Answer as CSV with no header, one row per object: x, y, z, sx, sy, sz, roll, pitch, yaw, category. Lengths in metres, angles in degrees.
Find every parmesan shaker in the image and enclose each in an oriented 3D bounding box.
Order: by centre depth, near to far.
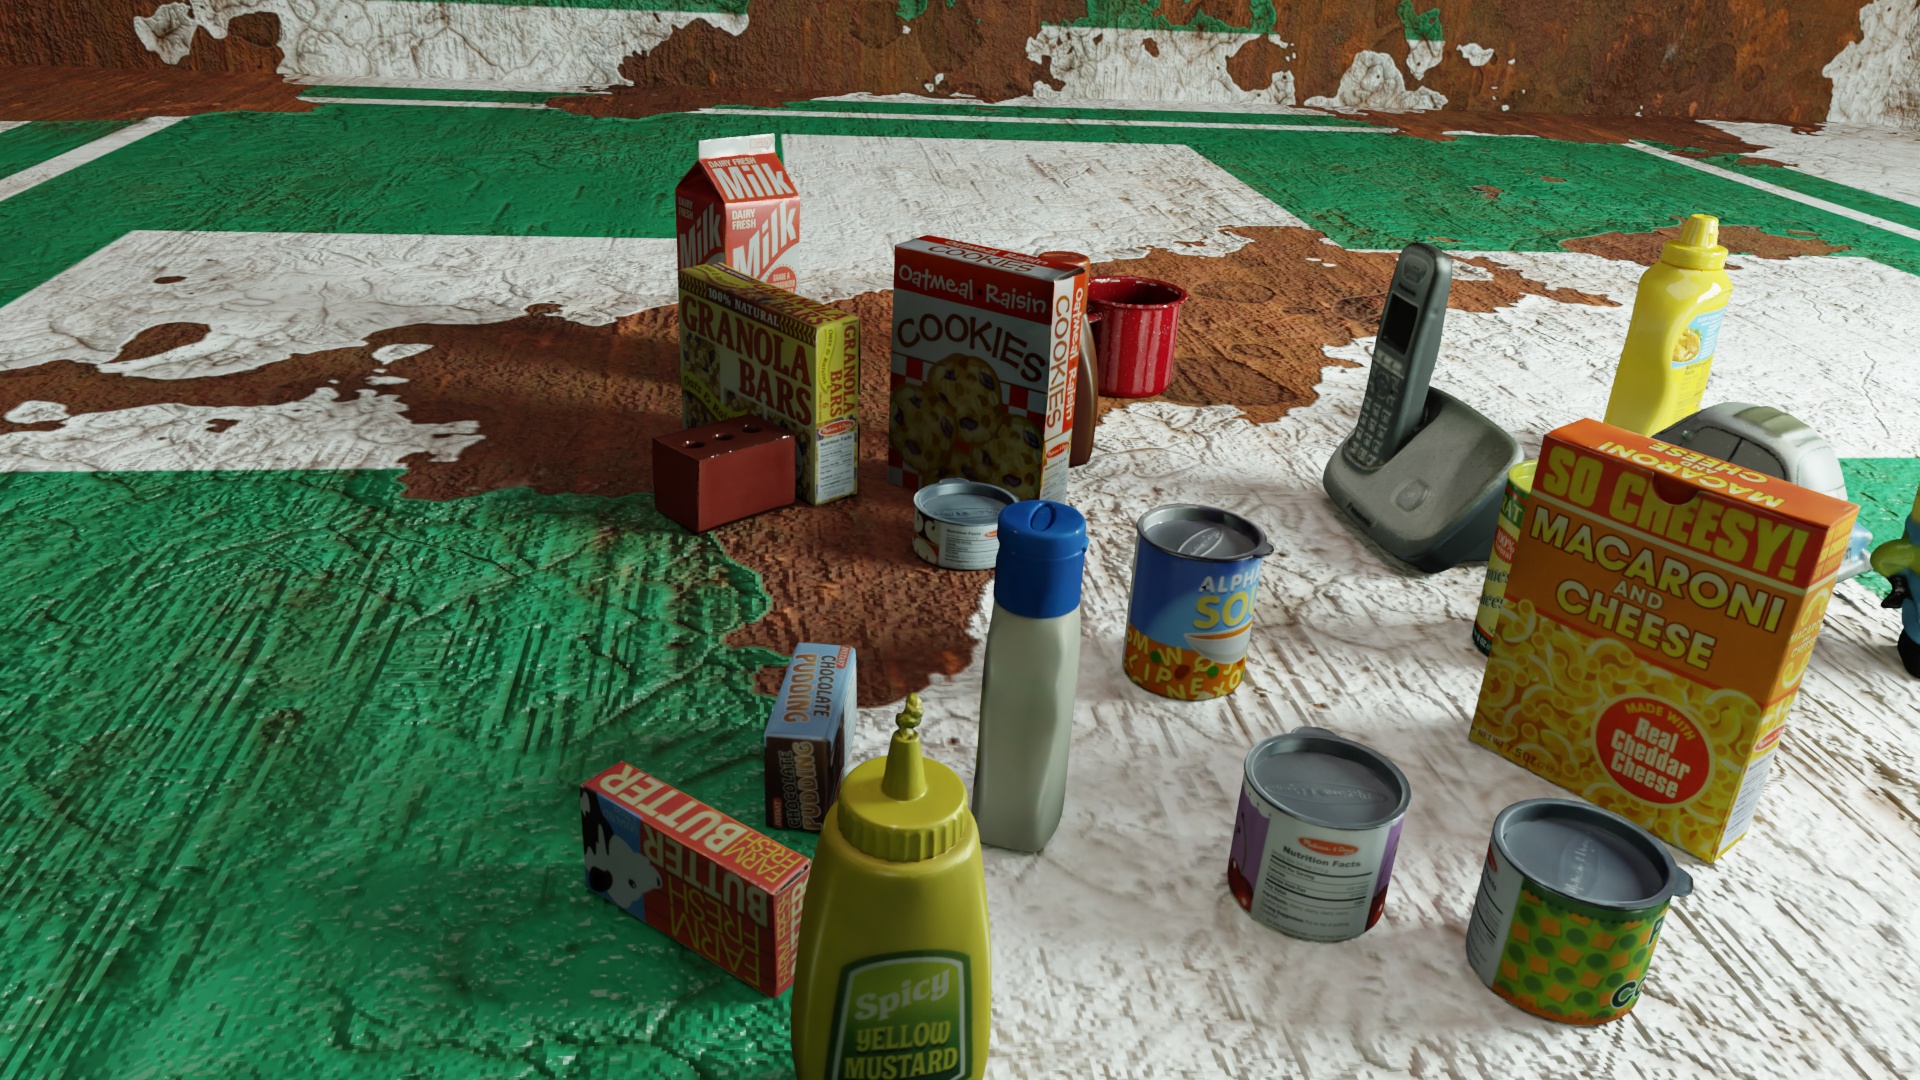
0.325,0.016,0.760,0.071,0.102,0.071,3,25,-1,parmesan shaker

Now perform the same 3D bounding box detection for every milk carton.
-0.177,-0.224,1.106,0.072,0.189,0.073,-19,33,-39,milk carton

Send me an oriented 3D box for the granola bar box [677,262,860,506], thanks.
-0.132,-0.110,0.949,0.039,0.123,0.166,-18,33,-38,granola bar box

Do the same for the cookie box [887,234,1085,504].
0.014,-0.105,0.904,0.123,0.166,0.040,19,29,30,cookie box

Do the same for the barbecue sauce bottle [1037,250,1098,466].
0.067,-0.127,0.979,0.065,0.147,0.044,5,25,5,barbecue sauce bottle

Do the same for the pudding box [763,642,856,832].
-0.067,0.087,0.630,0.030,0.049,0.084,4,25,2,pudding box

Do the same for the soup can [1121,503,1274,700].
0.123,0.033,0.726,0.071,0.083,0.071,3,25,-1,soup can

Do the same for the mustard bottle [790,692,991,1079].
-0.021,0.120,0.440,0.065,0.159,0.049,-3,26,-12,mustard bottle

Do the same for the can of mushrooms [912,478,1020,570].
0.003,-0.011,0.861,0.071,0.033,0.071,3,25,-1,can of mushrooms

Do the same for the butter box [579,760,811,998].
-0.102,0.129,0.535,0.103,0.053,0.024,19,30,30,butter box

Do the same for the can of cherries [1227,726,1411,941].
0.147,0.120,0.575,0.071,0.058,0.072,3,25,-1,can of cherries

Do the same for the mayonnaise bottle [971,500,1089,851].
0.029,0.056,0.592,0.041,0.147,0.065,7,26,9,mayonnaise bottle

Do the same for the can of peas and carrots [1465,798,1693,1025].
0.237,0.143,0.537,0.071,0.058,0.071,3,25,-1,can of peas and carrots

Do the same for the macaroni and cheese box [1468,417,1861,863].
0.311,0.043,0.630,0.040,0.165,0.124,-17,32,-37,macaroni and cheese box
